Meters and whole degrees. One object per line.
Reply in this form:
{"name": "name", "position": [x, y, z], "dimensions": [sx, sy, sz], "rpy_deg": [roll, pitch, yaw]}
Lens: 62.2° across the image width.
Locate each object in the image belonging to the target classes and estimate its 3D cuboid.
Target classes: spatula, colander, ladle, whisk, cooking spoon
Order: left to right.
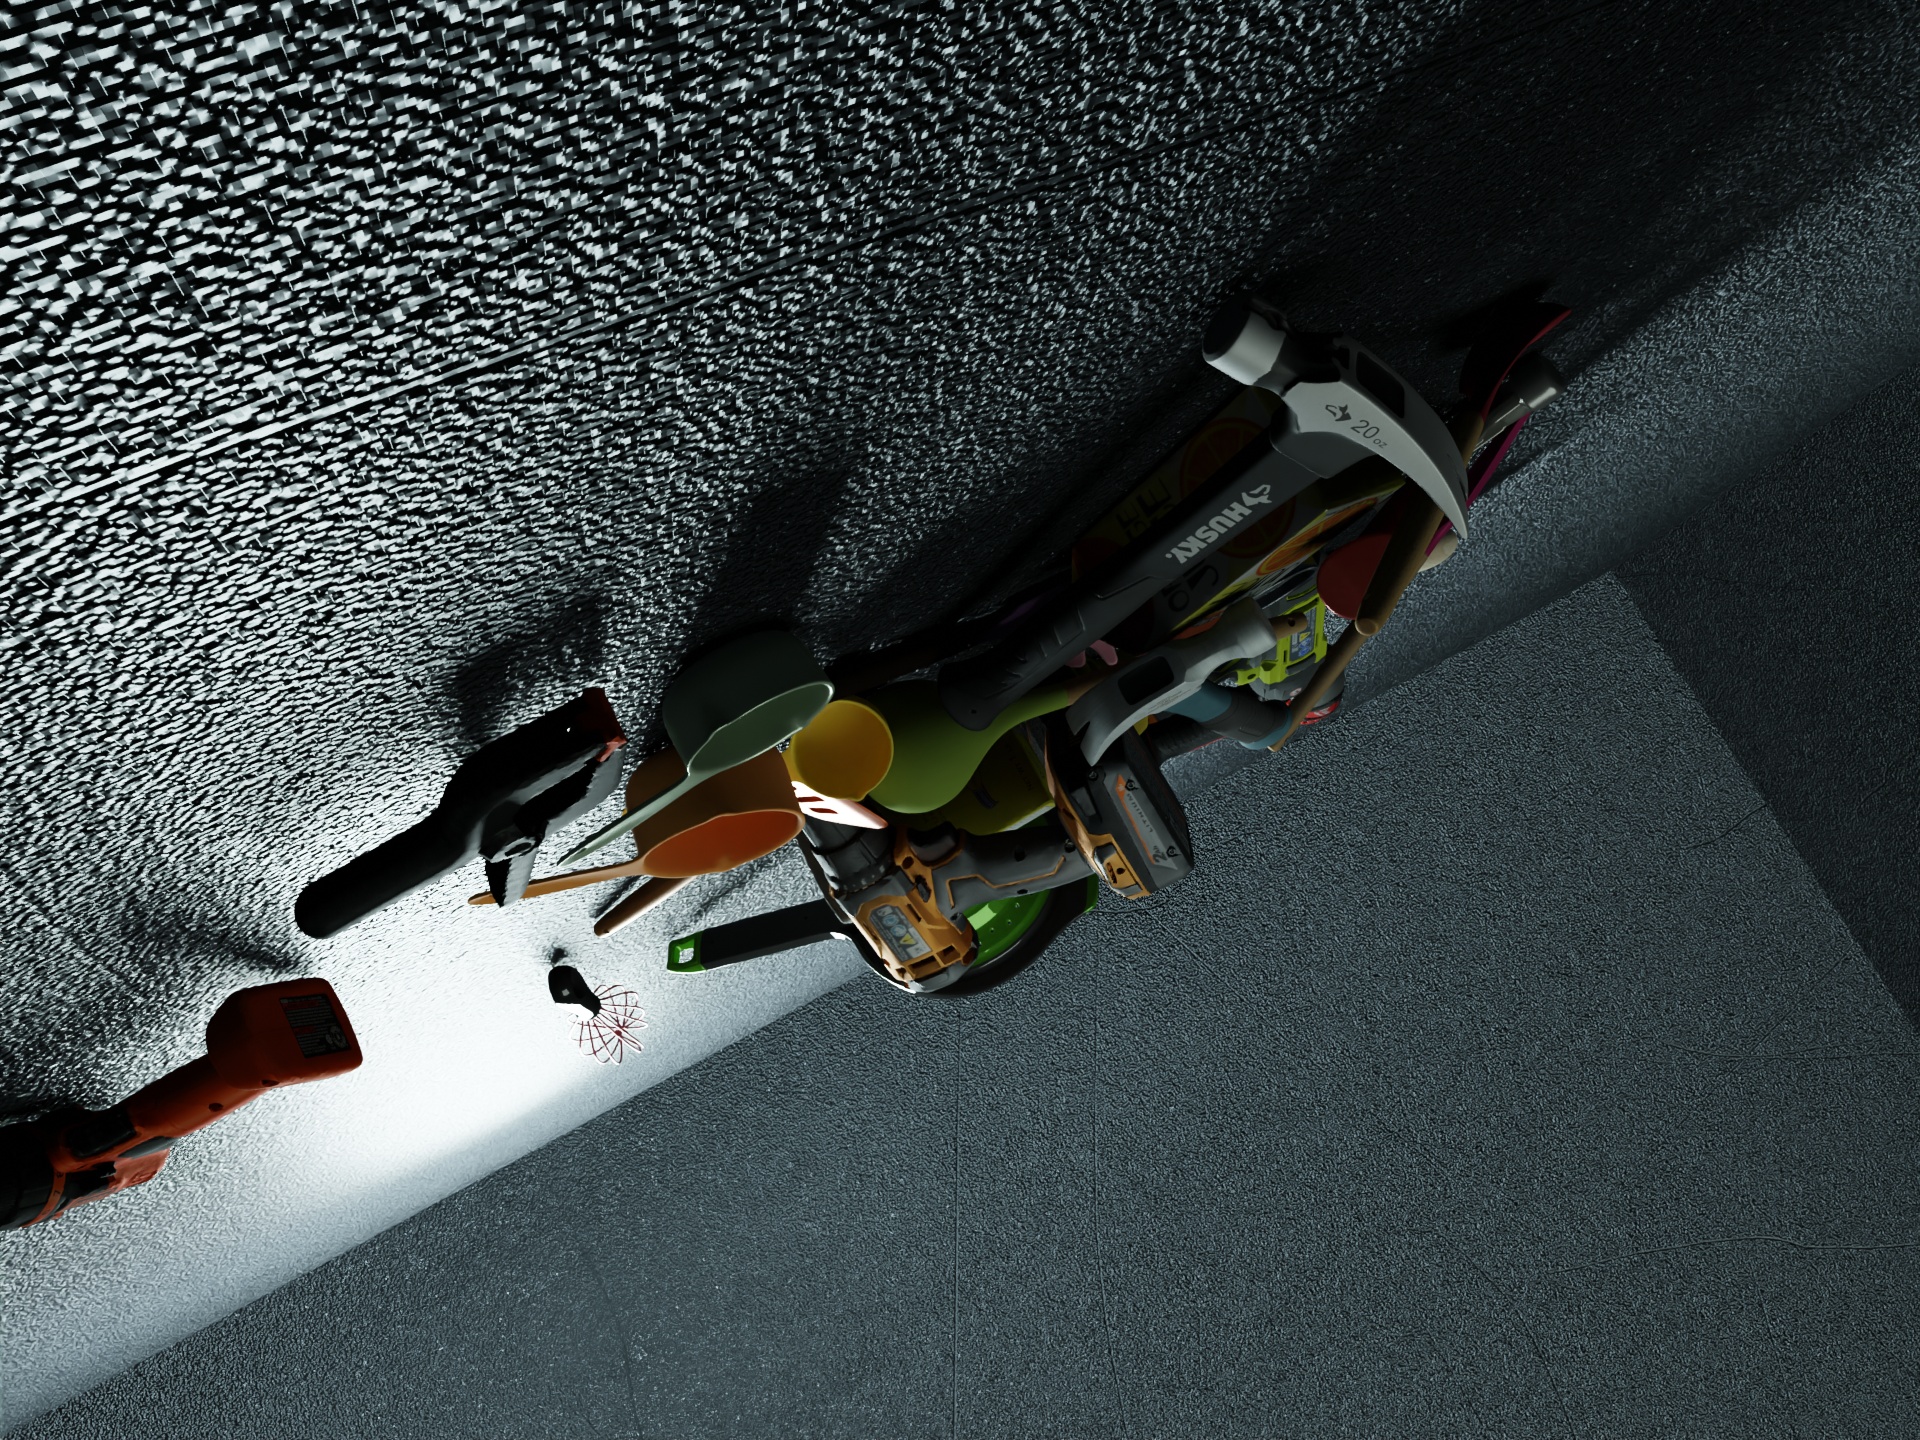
{"name": "whisk", "position": [-0.312, 0.244, 1.342], "dimensions": [0.073, 0.073, 0.295], "rpy_deg": [-27, 165, -11]}
{"name": "spatula", "position": [-0.163, 0.091, 1.028], "dimensions": [0.322, 0.081, 0.041], "rpy_deg": [-34, -148, 43]}
{"name": "colander", "position": [-0.088, 0.137, 1.317], "dimensions": [0.397, 0.205, 0.094], "rpy_deg": [-16, 139, 17]}
{"name": "spatula", "position": [-0.017, -0.040, 0.867], "dimensions": [0.316, 0.018, 0.059], "rpy_deg": [-22, 165, -40]}
{"name": "ladle", "position": [0.079, -0.019, 0.976], "dimensions": [0.320, 0.078, 0.062], "rpy_deg": [-17, 170, -25]}
{"name": "cooking spoon", "position": [0.328, -0.106, 1.192], "dimensions": [0.319, 0.017, 0.068], "rpy_deg": [-53, 165, 3]}
{"name": "ladle", "position": [0.249, -0.135, 0.798], "dimensions": [0.069, 0.031, 0.315], "rpy_deg": [-41, -171, 48]}

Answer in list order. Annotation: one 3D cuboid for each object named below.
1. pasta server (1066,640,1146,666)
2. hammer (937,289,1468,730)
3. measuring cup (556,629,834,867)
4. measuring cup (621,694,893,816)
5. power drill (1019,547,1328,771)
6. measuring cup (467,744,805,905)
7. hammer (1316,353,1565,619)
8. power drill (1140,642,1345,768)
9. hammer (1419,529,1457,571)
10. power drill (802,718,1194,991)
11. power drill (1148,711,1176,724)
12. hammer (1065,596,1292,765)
{"name": "pasta server", "position": [-0.002, -0.003, 1.033], "dimensions": [0.316, 0.040, 0.060], "rpy_deg": [-30, 153, 11]}
{"name": "hammer", "position": [0.089, -0.069, 0.763], "dimensions": [0.146, 0.035, 0.334], "rpy_deg": [25, 146, -21]}
{"name": "measuring cup", "position": [-0.134, 0.013, 0.737], "dimensions": [0.167, 0.038, 0.083], "rpy_deg": [-34, 169, 19]}
{"name": "measuring cup", "position": [-0.113, 0.028, 0.883], "dimensions": [0.156, 0.062, 0.029], "rpy_deg": [-18, -165, 3]}
{"name": "power drill", "position": [0.156, -0.027, 1.122], "dimensions": [0.223, 0.080, 0.171], "rpy_deg": [-27, 147, -8]}
{"name": "measuring cup", "position": [-0.170, 0.051, 0.818], "dimensions": [0.173, 0.052, 0.095], "rpy_deg": [-13, 160, -11]}
{"name": "hammer", "position": [0.260, -0.126, 0.925], "dimensions": [0.149, 0.037, 0.359], "rpy_deg": [-38, -179, 35]}
{"name": "power drill", "position": [0.205, -0.005, 1.288], "dimensions": [0.219, 0.079, 0.143], "rpy_deg": [-21, 168, 6]}
{"name": "hammer", "position": [0.324, -0.127, 1.329], "dimensions": [0.410, 0.038, 0.146], "rpy_deg": [-19, 164, -47]}
{"name": "power drill", "position": [0.013, 0.068, 1.025], "dimensions": [0.226, 0.185, 0.084], "rpy_deg": [-25, -150, 17]}
{"name": "power drill", "position": [0.132, 0.033, 1.463], "dimensions": [0.226, 0.084, 0.164], "rpy_deg": [-36, 168, 13]}
{"name": "hammer", "position": [0.157, -0.010, 0.972], "dimensions": [0.128, 0.033, 0.331], "rpy_deg": [-29, 166, 16]}
